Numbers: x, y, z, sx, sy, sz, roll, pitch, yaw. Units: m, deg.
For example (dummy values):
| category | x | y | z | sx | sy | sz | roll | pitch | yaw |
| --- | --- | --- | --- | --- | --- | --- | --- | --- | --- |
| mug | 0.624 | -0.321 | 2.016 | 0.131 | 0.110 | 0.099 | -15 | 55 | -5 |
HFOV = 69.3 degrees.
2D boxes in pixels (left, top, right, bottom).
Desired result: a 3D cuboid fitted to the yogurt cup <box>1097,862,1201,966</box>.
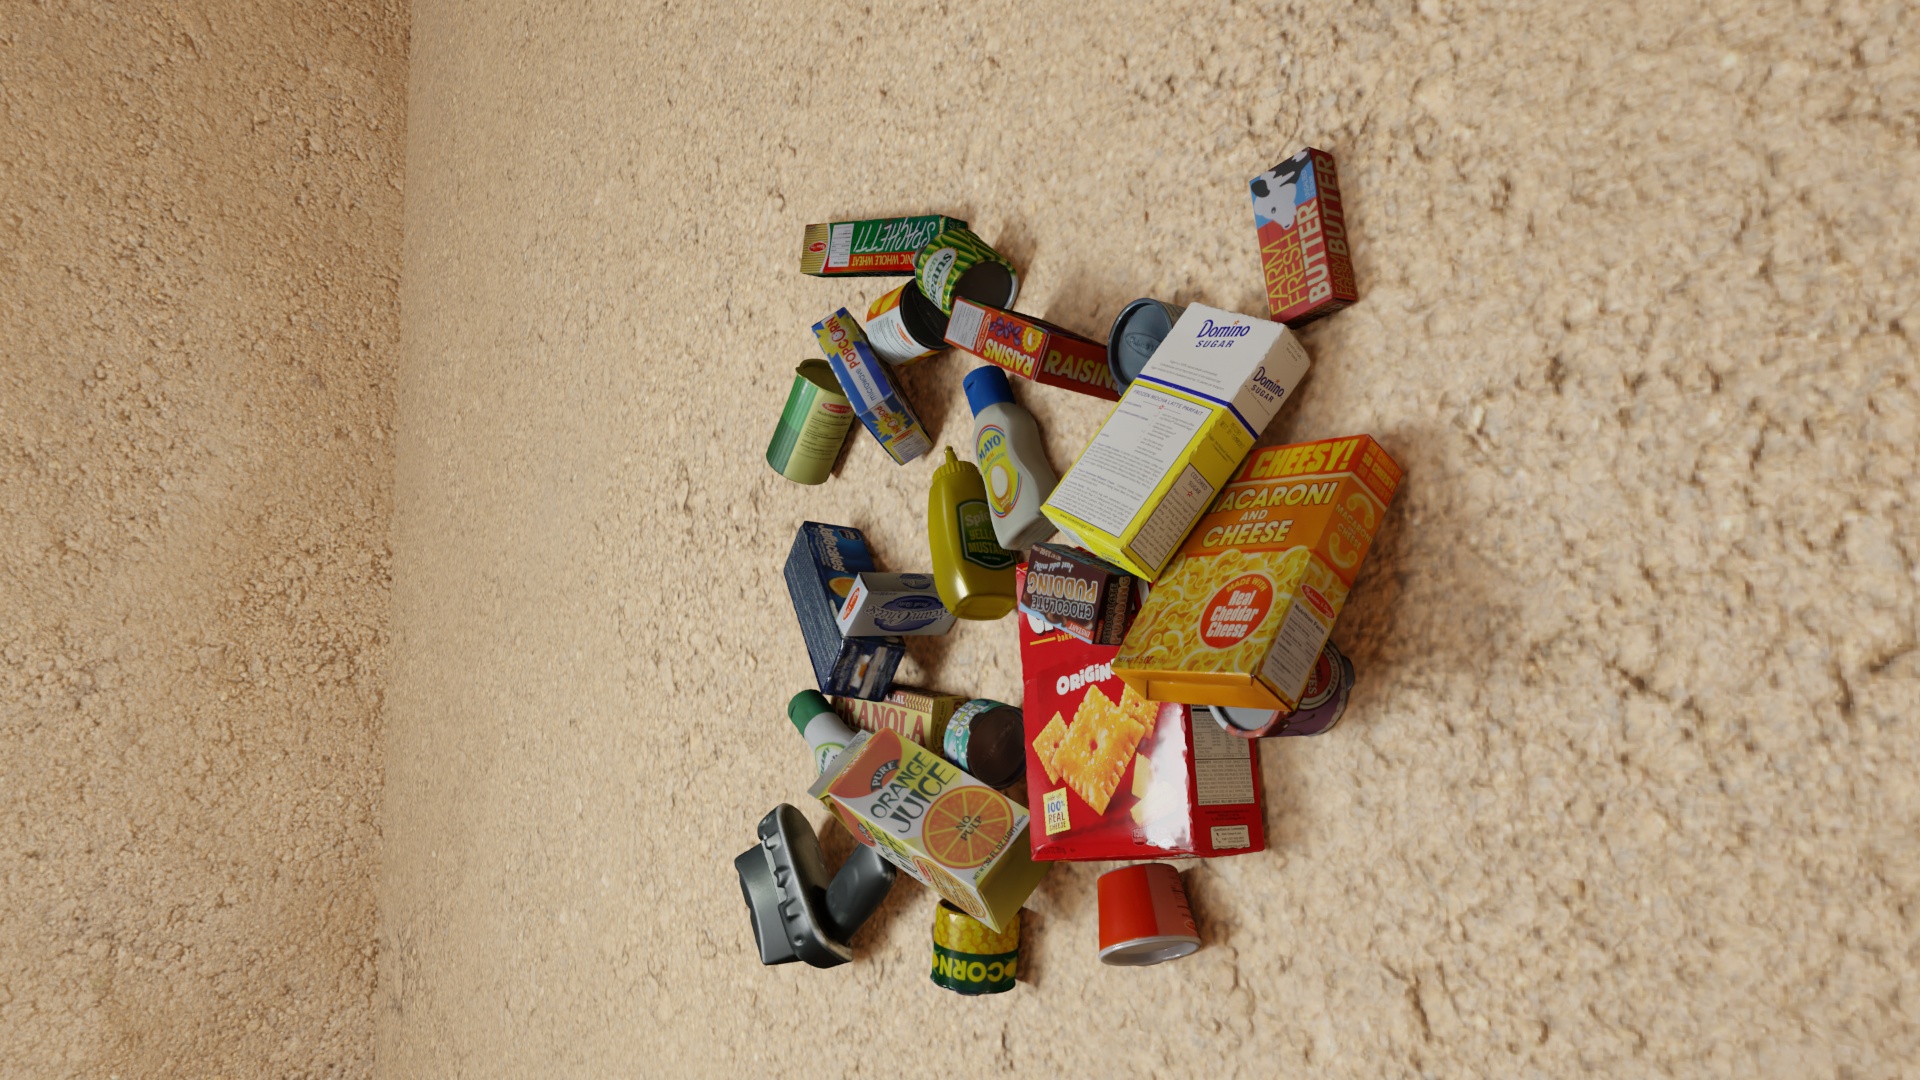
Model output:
| category | x | y | z | sx | sy | sz | roll | pitch | yaw |
| --- | --- | --- | --- | --- | --- | --- | --- | --- | --- |
| yogurt cup | 0.122 | 0.248 | 0.922 | 0.072 | 0.072 | 0.054 | -40 | 47 | 45 |

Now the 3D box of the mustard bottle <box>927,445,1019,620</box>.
| category | x | y | z | sx | sy | sz | roll | pitch | yaw |
| --- | --- | --- | --- | --- | --- | --- | --- | --- | --- |
| mustard bottle | 0.004 | -0.014 | 1.116 | 0.048 | 0.065 | 0.161 | -49 | 45 | 46 |

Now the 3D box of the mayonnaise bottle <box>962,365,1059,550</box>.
| category | x | y | z | sx | sy | sz | roll | pitch | yaw |
| --- | --- | --- | --- | --- | --- | --- | --- | --- | --- |
| mayonnaise bottle | 0.038 | -0.069 | 1.092 | 0.064 | 0.041 | 0.148 | -46 | 51 | 44 |

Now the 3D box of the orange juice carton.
| category | x | y | z | sx | sy | sz | roll | pitch | yaw |
| --- | --- | --- | --- | --- | --- | --- | --- | --- | --- |
| orange juice carton | -0.030 | 0.210 | 1.060 | 0.193 | 0.072 | 0.072 | 25 | 151 | 34 |

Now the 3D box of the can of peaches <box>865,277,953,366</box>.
| category | x | y | z | sx | sy | sz | roll | pitch | yaw |
| --- | --- | --- | --- | --- | --- | --- | --- | --- | --- |
| can of peaches | -0.038 | -0.189 | 1.193 | 0.058 | 0.071 | 0.071 | -16 | 74 | 53 |

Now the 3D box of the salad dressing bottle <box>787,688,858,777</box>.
| category | x | y | z | sx | sy | sz | roll | pitch | yaw |
| --- | --- | --- | --- | --- | --- | --- | --- | --- | --- |
| salad dressing bottle | -0.104 | 0.183 | 1.190 | 0.148 | 0.044 | 0.064 | 45 | 123 | 48 |

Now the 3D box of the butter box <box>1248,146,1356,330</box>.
| category | x | y | z | sx | sy | sz | roll | pitch | yaw |
| --- | --- | --- | --- | --- | --- | --- | --- | --- | --- |
| butter box | 0.214 | -0.188 | 0.873 | 0.053 | 0.024 | 0.103 | -24 | 67 | 52 |

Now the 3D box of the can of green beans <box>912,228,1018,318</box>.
| category | x | y | z | sx | sy | sz | roll | pitch | yaw |
| --- | --- | --- | --- | --- | --- | --- | --- | --- | --- |
| can of green beans | 0.005 | -0.212 | 1.132 | 0.058 | 0.071 | 0.071 | 49 | 125 | 45 |

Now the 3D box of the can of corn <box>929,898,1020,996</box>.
| category | x | y | z | sx | sy | sz | roll | pitch | yaw |
| --- | --- | --- | --- | --- | --- | --- | --- | --- | --- |
| can of corn | 0.012 | 0.309 | 1.062 | 0.071 | 0.071 | 0.058 | 4 | 89 | 55 |

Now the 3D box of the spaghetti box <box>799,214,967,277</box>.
| category | x | y | z | sx | sy | sz | roll | pitch | yaw |
| --- | --- | --- | --- | --- | --- | --- | --- | --- | --- |
| spaghetti box | -0.076 | -0.270 | 1.284 | 0.250 | 0.029 | 0.050 | 15 | 98 | 54 |

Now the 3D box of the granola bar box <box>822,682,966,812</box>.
| category | x | y | z | sx | sy | sz | roll | pitch | yaw |
| --- | --- | --- | --- | --- | --- | --- | --- | --- | --- |
| granola bar box | -0.058 | 0.186 | 1.200 | 0.165 | 0.039 | 0.124 | 3 | 89 | 55 |

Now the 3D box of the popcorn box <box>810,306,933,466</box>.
| category | x | y | z | sx | sy | sz | roll | pitch | yaw |
| --- | --- | --- | --- | --- | --- | --- | --- | --- | --- |
| popcorn box | -0.078 | -0.135 | 1.220 | 0.038 | 0.085 | 0.127 | -34 | 52 | 6 |

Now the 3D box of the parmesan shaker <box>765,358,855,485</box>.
| category | x | y | z | sx | sy | sz | roll | pitch | yaw |
| --- | --- | --- | --- | --- | --- | --- | --- | --- | --- |
| parmesan shaker | -0.141 | -0.113 | 1.321 | 0.071 | 0.071 | 0.102 | 55 | 129 | 42 |

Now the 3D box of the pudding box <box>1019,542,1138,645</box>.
| category | x | y | z | sx | sy | sz | roll | pitch | yaw |
| --- | --- | --- | --- | --- | --- | --- | --- | --- | --- |
| pudding box | 0.077 | 0.035 | 0.915 | 0.084 | 0.030 | 0.049 | 25 | 106 | 55 |

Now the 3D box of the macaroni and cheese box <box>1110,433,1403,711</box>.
| category | x | y | z | sx | sy | sz | roll | pitch | yaw |
| --- | --- | --- | --- | --- | --- | --- | --- | --- | --- |
| macaroni and cheese box | 0.174 | 0.019 | 0.821 | 0.123 | 0.040 | 0.167 | -5 | 49 | 57 |

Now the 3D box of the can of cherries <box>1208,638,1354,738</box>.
| category | x | y | z | sx | sy | sz | roll | pitch | yaw |
| --- | --- | --- | --- | --- | --- | --- | --- | --- | --- |
| can of cherries | 0.193 | 0.086 | 0.843 | 0.071 | 0.058 | 0.071 | -8 | 80 | 54 |

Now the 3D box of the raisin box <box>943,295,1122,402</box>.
| category | x | y | z | sx | sy | sz | roll | pitch | yaw |
| --- | --- | --- | --- | --- | --- | --- | --- | --- | --- |
| raisin box | 0.058 | -0.143 | 1.034 | 0.123 | 0.086 | 0.040 | 34 | 109 | 51 |

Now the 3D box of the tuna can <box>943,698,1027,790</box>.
| category | x | y | z | sx | sy | sz | roll | pitch | yaw |
| --- | --- | --- | --- | --- | --- | --- | --- | --- | --- |
| tuna can | 0.021 | 0.154 | 1.065 | 0.033 | 0.071 | 0.071 | 9 | 94 | 55 |

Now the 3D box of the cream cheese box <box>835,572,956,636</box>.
| category | x | y | z | sx | sy | sz | roll | pitch | yaw |
| --- | --- | --- | --- | --- | --- | --- | --- | --- | --- |
| cream cheese box | -0.047 | 0.053 | 1.143 | 0.024 | 0.104 | 0.053 | 58 | 132 | 37 |

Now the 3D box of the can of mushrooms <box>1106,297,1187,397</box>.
| category | x | y | z | sx | sy | sz | roll | pitch | yaw |
| --- | --- | --- | --- | --- | --- | --- | --- | --- | --- |
| can of mushrooms | 0.135 | -0.132 | 0.970 | 0.071 | 0.033 | 0.071 | -8 | 80 | 53 |
